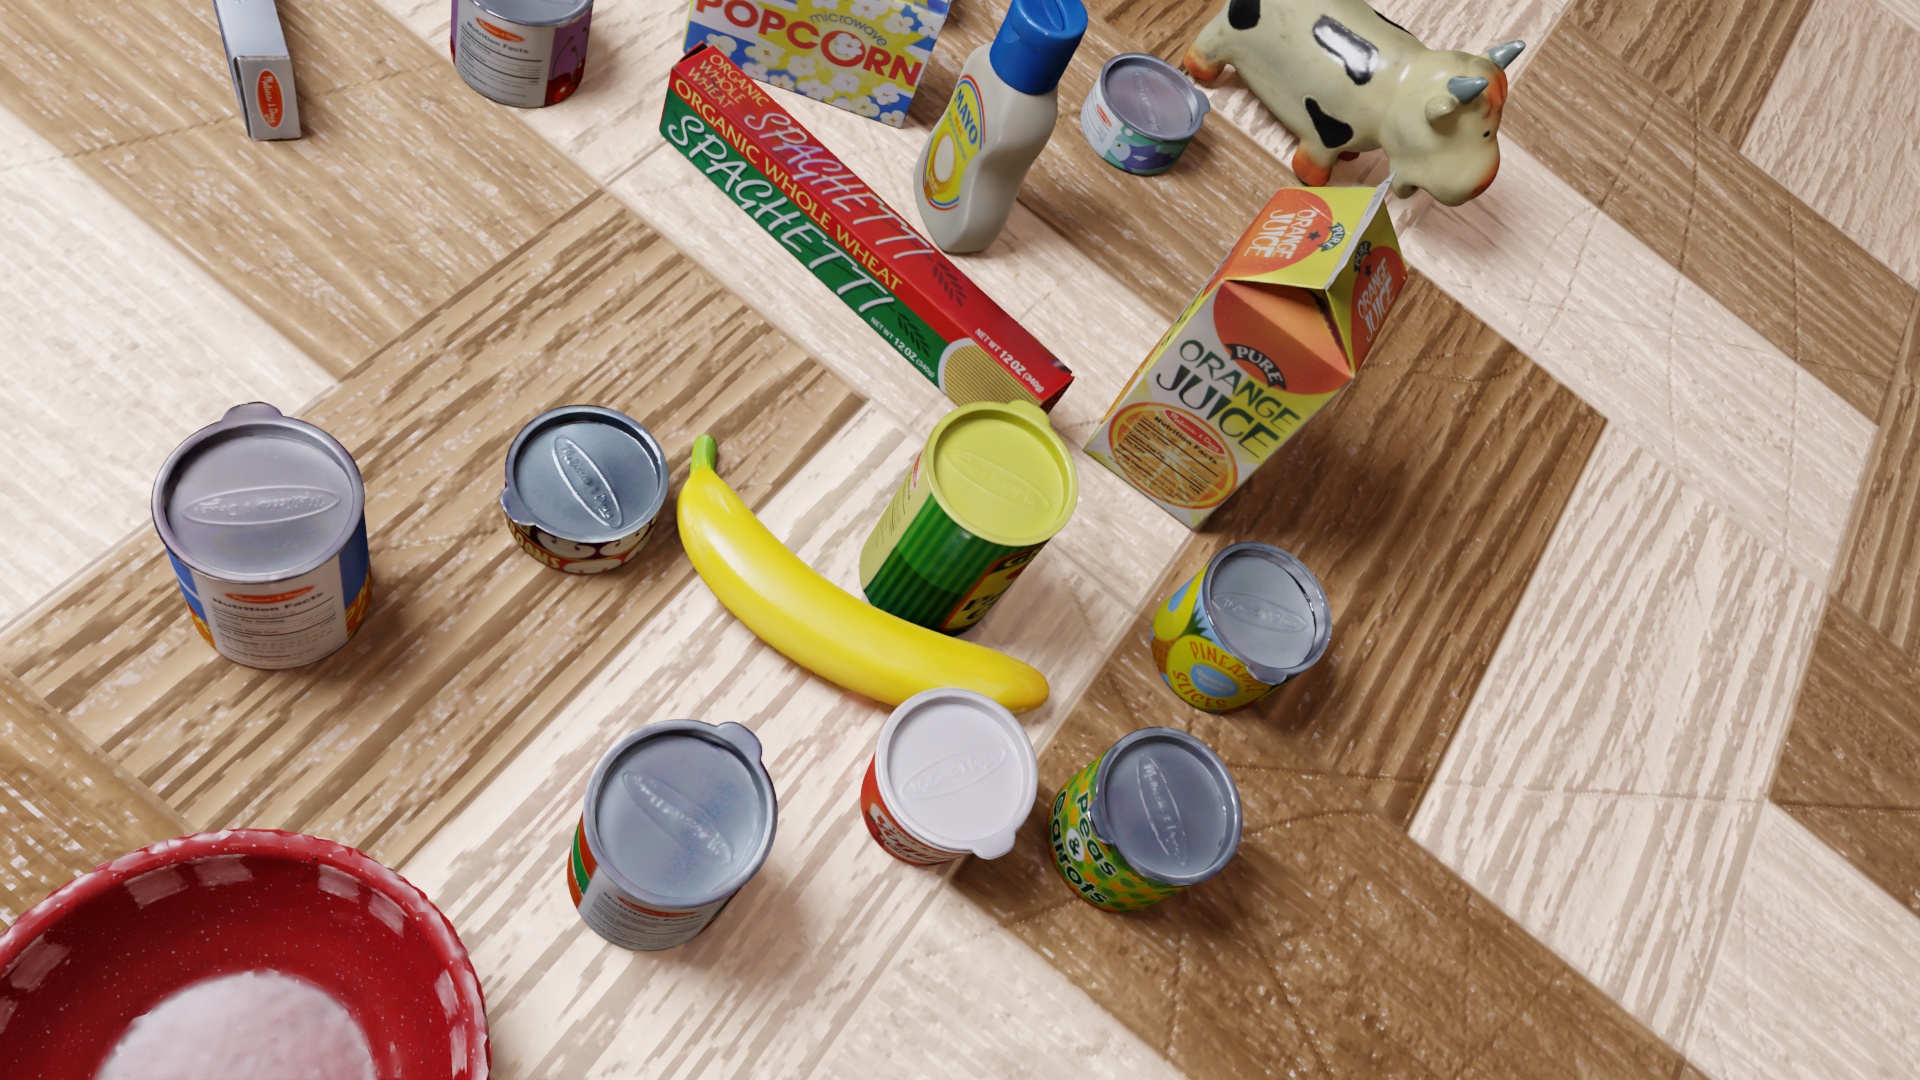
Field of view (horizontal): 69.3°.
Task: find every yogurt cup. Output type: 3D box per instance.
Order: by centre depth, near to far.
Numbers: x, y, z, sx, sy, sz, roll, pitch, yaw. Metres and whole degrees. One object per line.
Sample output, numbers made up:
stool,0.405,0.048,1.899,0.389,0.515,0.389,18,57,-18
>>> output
yogurt cup,-0.008,0.101,0.571,0.072,0.053,0.073,9,61,-16

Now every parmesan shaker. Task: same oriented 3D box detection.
parmesan shaker,0.002,-0.008,0.603,0.071,0.102,0.071,9,61,-16

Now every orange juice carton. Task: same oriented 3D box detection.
orange juice carton,0.137,-0.090,0.644,0.073,0.191,0.072,36,57,0

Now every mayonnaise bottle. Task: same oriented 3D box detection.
mayonnaise bottle,0.018,-0.209,0.689,0.041,0.147,0.065,-8,67,-24

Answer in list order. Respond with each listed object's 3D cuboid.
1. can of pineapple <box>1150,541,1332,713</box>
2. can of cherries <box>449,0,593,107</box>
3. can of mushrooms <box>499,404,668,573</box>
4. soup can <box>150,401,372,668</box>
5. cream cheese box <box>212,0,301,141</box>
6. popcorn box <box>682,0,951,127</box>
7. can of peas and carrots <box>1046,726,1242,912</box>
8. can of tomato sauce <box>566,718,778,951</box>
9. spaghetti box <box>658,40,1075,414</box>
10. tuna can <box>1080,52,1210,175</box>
can of pineapple,0.130,0.043,0.651,0.071,0.057,0.071,9,61,-16
can of cherries,-0.213,-0.258,0.680,0.071,0.058,0.072,9,61,-16
can of mushrooms,-0.162,-0.021,0.589,0.071,0.033,0.071,9,61,-16
soup can,-0.254,0.000,0.513,0.071,0.083,0.071,9,61,-16
cream cheese box,-0.325,-0.239,0.631,0.024,0.053,0.104,-13,69,-26
popcorn box,-0.075,-0.276,0.726,0.127,0.084,0.038,15,60,-13
can of peas and carrots,0.075,0.120,0.589,0.071,0.058,0.071,9,61,-16
can of tomato sauce,-0.108,0.109,0.512,0.071,0.082,0.071,9,61,-16
spaghetti box,-0.051,-0.145,0.687,0.250,0.050,0.029,43,57,5
tuna can,0.108,-0.249,0.813,0.071,0.032,0.071,9,61,-16
